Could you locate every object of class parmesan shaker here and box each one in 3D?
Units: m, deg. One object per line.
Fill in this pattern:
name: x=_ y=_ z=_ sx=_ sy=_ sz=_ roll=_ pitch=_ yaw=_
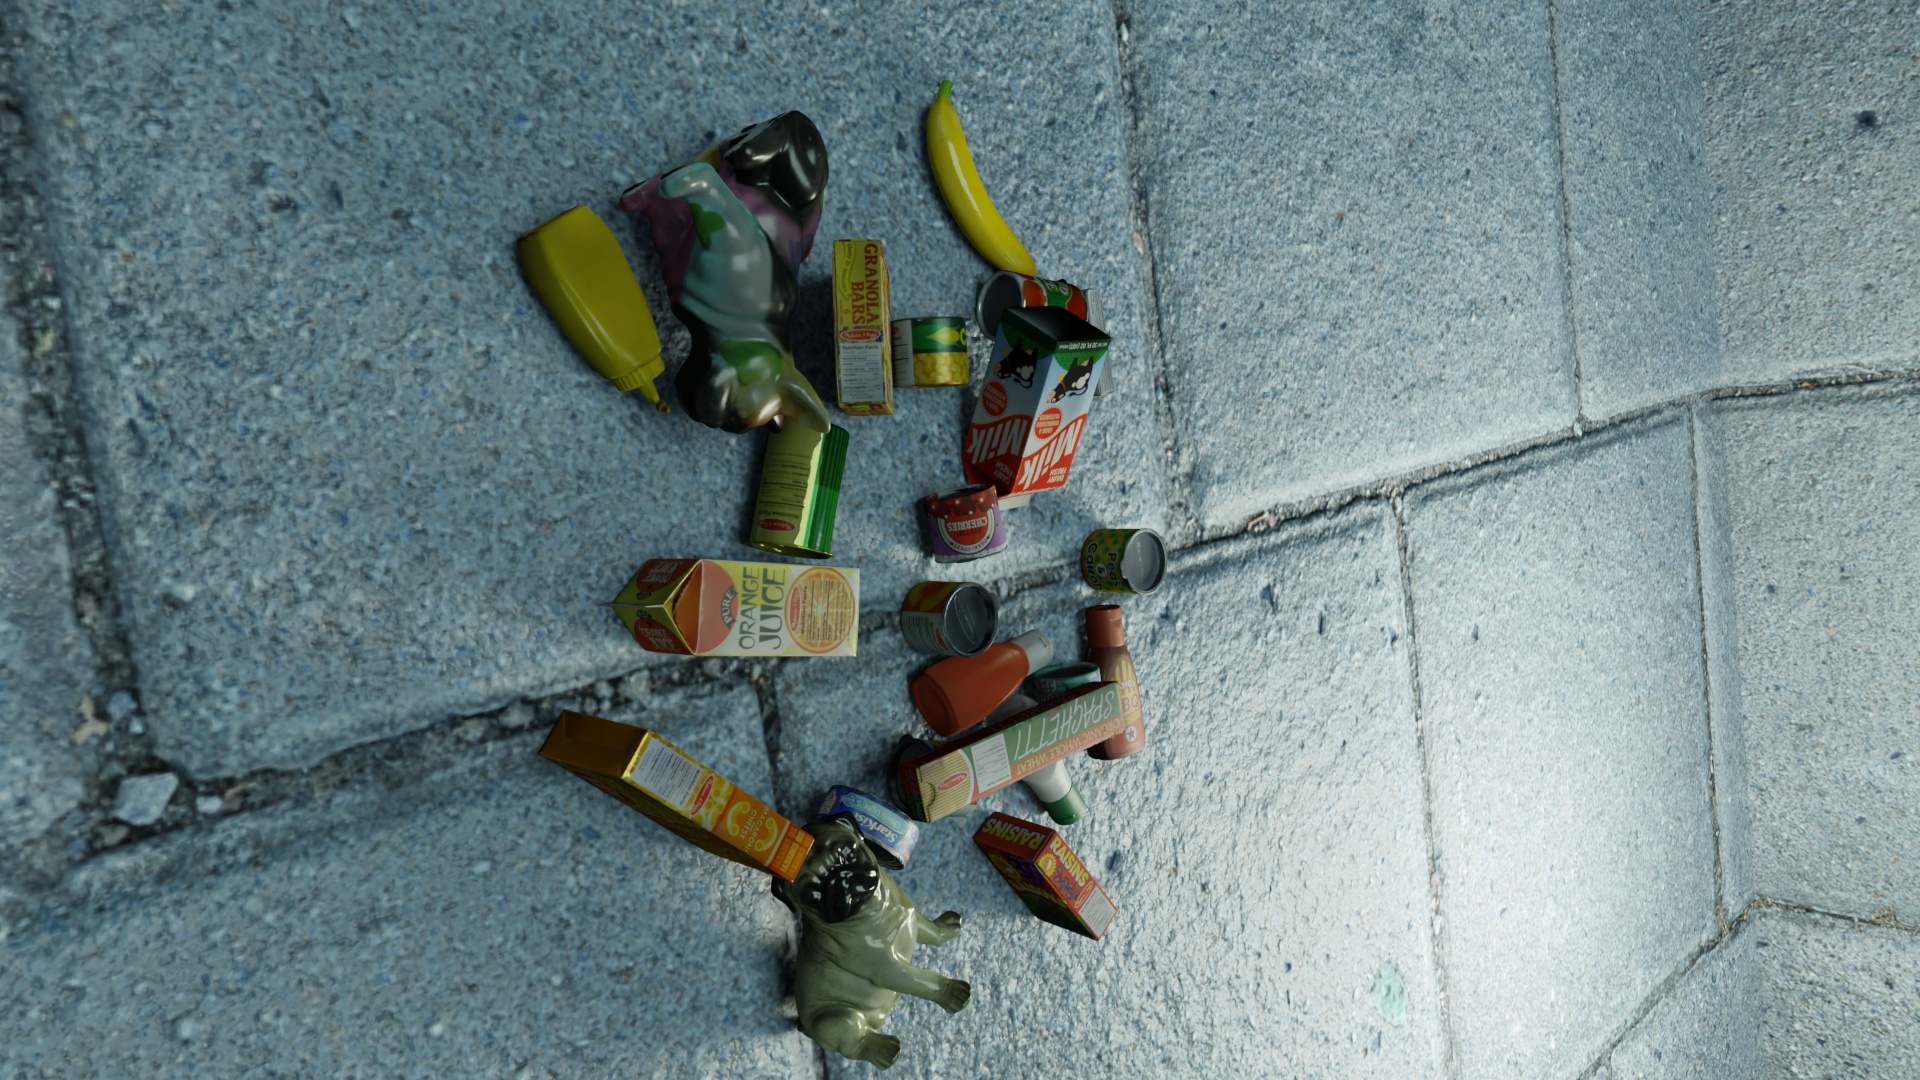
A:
parmesan shaker: x=-0.126 y=-0.041 z=1.108 sx=0.071 sy=0.071 sz=0.103 roll=17 pitch=78 yaw=-41

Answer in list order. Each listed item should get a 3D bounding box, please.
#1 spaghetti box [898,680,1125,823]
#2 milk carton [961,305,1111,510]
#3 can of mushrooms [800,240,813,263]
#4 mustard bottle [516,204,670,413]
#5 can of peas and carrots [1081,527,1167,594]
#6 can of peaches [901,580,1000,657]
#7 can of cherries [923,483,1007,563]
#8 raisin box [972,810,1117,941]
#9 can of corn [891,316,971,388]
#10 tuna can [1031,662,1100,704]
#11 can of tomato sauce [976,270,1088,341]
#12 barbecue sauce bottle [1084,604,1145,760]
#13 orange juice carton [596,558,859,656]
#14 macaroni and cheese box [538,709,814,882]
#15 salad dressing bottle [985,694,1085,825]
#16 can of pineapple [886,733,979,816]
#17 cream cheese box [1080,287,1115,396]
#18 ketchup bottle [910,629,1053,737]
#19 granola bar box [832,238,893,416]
spaghetti box: x=0.051 y=0.179 z=1.205 sx=0.251 sy=0.028 sz=0.050 roll=-17 pitch=99 yaw=-41
milk carton: x=0.062 y=-0.109 z=1.250 sx=0.072 sy=0.073 sz=0.189 roll=-11 pitch=127 yaw=-41
can of mushrooms: x=-0.150 y=-0.247 z=1.111 sx=0.071 sy=0.033 sz=0.071 roll=1 pitch=88 yaw=-42
mustard bottle: x=-0.256 y=-0.159 z=1.004 sx=0.065 sy=0.049 sz=0.159 roll=-44 pitch=118 yaw=-37
can of peas and carrots: x=0.161 y=0.021 z=1.377 sx=0.071 sy=0.058 sz=0.071 roll=0 pitch=90 yaw=-42
can of peaches: x=-0.008 y=0.068 z=1.223 sx=0.071 sy=0.058 sz=0.071 roll=1 pitch=89 yaw=-43
can of cherries: x=0.004 y=-0.015 z=1.226 sx=0.072 sy=0.071 sz=0.058 roll=-19 pitch=103 yaw=-41
raisin box: x=0.078 y=0.309 z=1.282 sx=0.040 sy=0.086 sz=0.123 roll=-49 pitch=121 yaw=-25
can of corn: x=-0.024 y=-0.162 z=1.202 sx=0.071 sy=0.071 sz=0.058 roll=-7 pitch=96 yaw=-42
tuna can: x=0.099 y=0.139 z=1.315 sx=0.071 sy=0.071 sz=0.032 roll=-14 pitch=99 yaw=-42
can of tomato sauce: x=0.066 y=-0.213 z=1.287 sx=0.083 sy=0.071 sz=0.071 roll=3 pitch=88 yaw=-42
barbecue sauce bottle: x=0.148 y=0.139 z=1.375 sx=0.065 sy=0.043 sz=0.148 roll=-11 pitch=97 yaw=-41
orange juice carton: x=-0.174 y=0.052 z=1.062 sx=0.193 sy=0.071 sz=0.073 roll=4 pitch=87 yaw=-43
macaroni and cheese box: x=-0.203 y=0.183 z=1.000 sx=0.166 sy=0.123 sz=0.040 roll=42 pitch=65 yaw=-35
salad dressing bottle: x=0.074 y=0.208 z=1.301 sx=0.147 sy=0.064 sz=0.044 roll=60 pitch=9 yaw=-32
can of pineapple: x=-0.021 y=0.204 z=1.205 sx=0.058 sy=0.071 sz=0.071 roll=12 pitch=82 yaw=-42
cream cheese box: x=0.116 y=-0.189 z=1.341 sx=0.024 sy=0.053 sz=0.103 roll=-17 pitch=101 yaw=-43
ketchup bottle: x=0.025 y=0.122 z=1.259 sx=0.149 sy=0.043 sz=0.065 roll=-24 pitch=77 yaw=-43
granola bar box: x=-0.076 y=-0.164 z=1.102 sx=0.039 sy=0.165 sz=0.124 roll=-2 pitch=92 yaw=-1
